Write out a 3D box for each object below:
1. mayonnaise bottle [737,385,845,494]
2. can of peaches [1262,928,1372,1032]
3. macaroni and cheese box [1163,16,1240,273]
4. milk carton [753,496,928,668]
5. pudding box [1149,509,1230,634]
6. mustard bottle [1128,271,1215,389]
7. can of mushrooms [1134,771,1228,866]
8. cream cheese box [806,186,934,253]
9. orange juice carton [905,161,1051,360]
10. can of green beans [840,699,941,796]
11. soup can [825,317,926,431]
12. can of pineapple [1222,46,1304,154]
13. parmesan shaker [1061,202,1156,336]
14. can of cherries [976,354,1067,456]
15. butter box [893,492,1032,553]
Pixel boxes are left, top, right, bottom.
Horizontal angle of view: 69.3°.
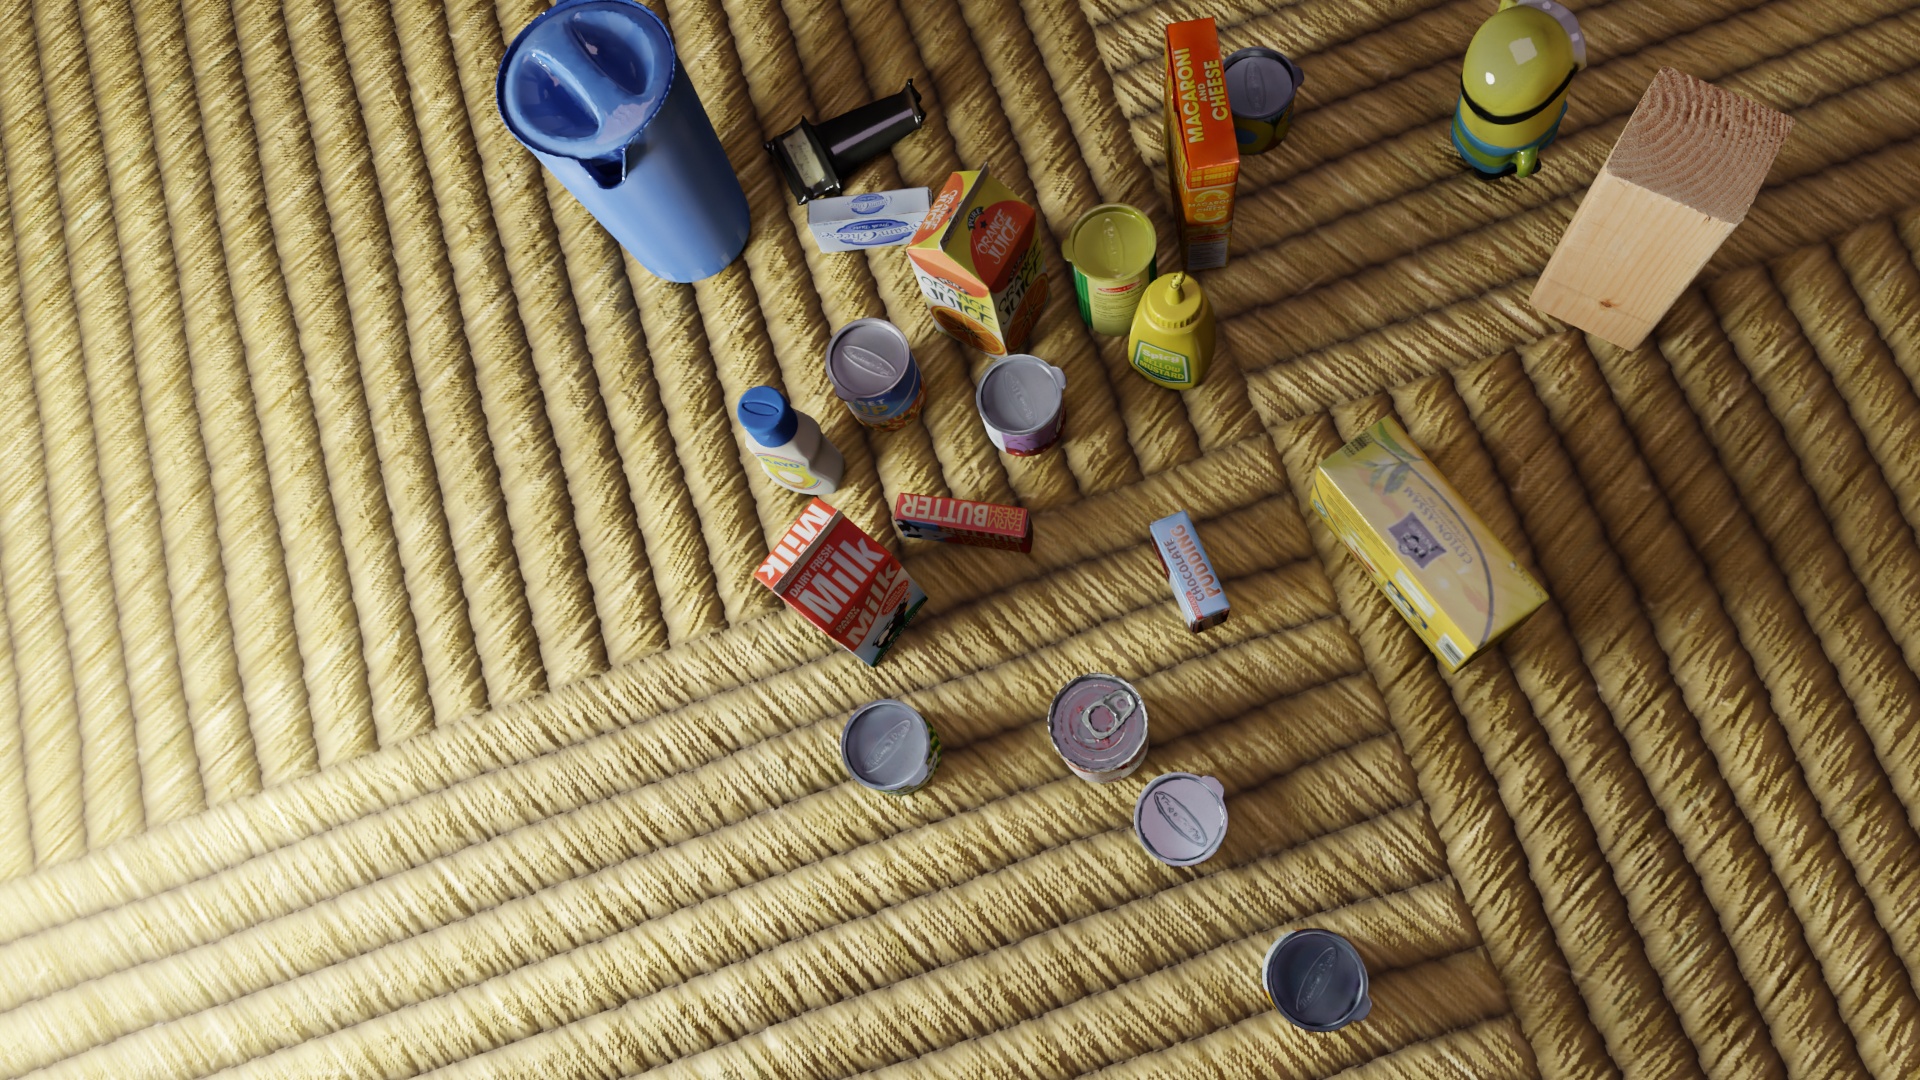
[{"bbox_3d":[-0.133,-0.075,1.059,0.065,0.148,0.041,11,77,11],"label":"mayonnaise bottle"},{"bbox_3d":[0.243,0.300,0.948,0.071,0.058,0.071,-2,75,8],"label":"can of peaches"},{"bbox_3d":[0.182,-0.298,1.067,0.040,0.166,0.124,-8,74,6],"label":"macaroni and cheese box"},{"bbox_3d":[-0.087,0.029,1.001,0.073,0.190,0.072,36,83,15],"label":"milk carton"},{"bbox_3d":[0.171,0.024,1.040,0.030,0.049,0.084,-23,73,2],"label":"pudding box"},{"bbox_3d":[0.158,-0.161,1.035,0.065,0.160,0.049,20,79,13],"label":"mustard bottle"},{"bbox_3d":[0.160,0.200,1.000,0.071,0.033,0.071,-2,74,8],"label":"can of mushrooms"},{"bbox_3d":[-0.071,-0.266,1.153,0.104,0.053,0.024,-5,74,7],"label":"cream cheese box"},{"bbox_3d":[0.015,-0.211,1.052,0.073,0.192,0.072,28,81,14],"label":"orange juice carton"},{"bbox_3d":[-0.050,0.155,1.030,0.071,0.057,0.071,-2,75,8],"label":"can of green beans"},{"bbox_3d":[-0.067,-0.127,1.098,0.071,0.083,0.071,-2,75,8],"label":"soup can"},{"bbox_3d":[0.241,-0.357,1.132,0.071,0.057,0.071,-2,75,8],"label":"can of pineapple"},{"bbox_3d":[0.118,-0.209,1.084,0.071,0.103,0.071,-2,75,8],"label":"parmesan shaker"},{"bbox_3d":[0.051,-0.105,1.088,0.071,0.058,0.071,-2,75,8],"label":"can of cherries"},{"bbox_3d":[0.004,-0.013,1.072,0.103,0.053,0.024,8,76,10],"label":"butter box"}]
